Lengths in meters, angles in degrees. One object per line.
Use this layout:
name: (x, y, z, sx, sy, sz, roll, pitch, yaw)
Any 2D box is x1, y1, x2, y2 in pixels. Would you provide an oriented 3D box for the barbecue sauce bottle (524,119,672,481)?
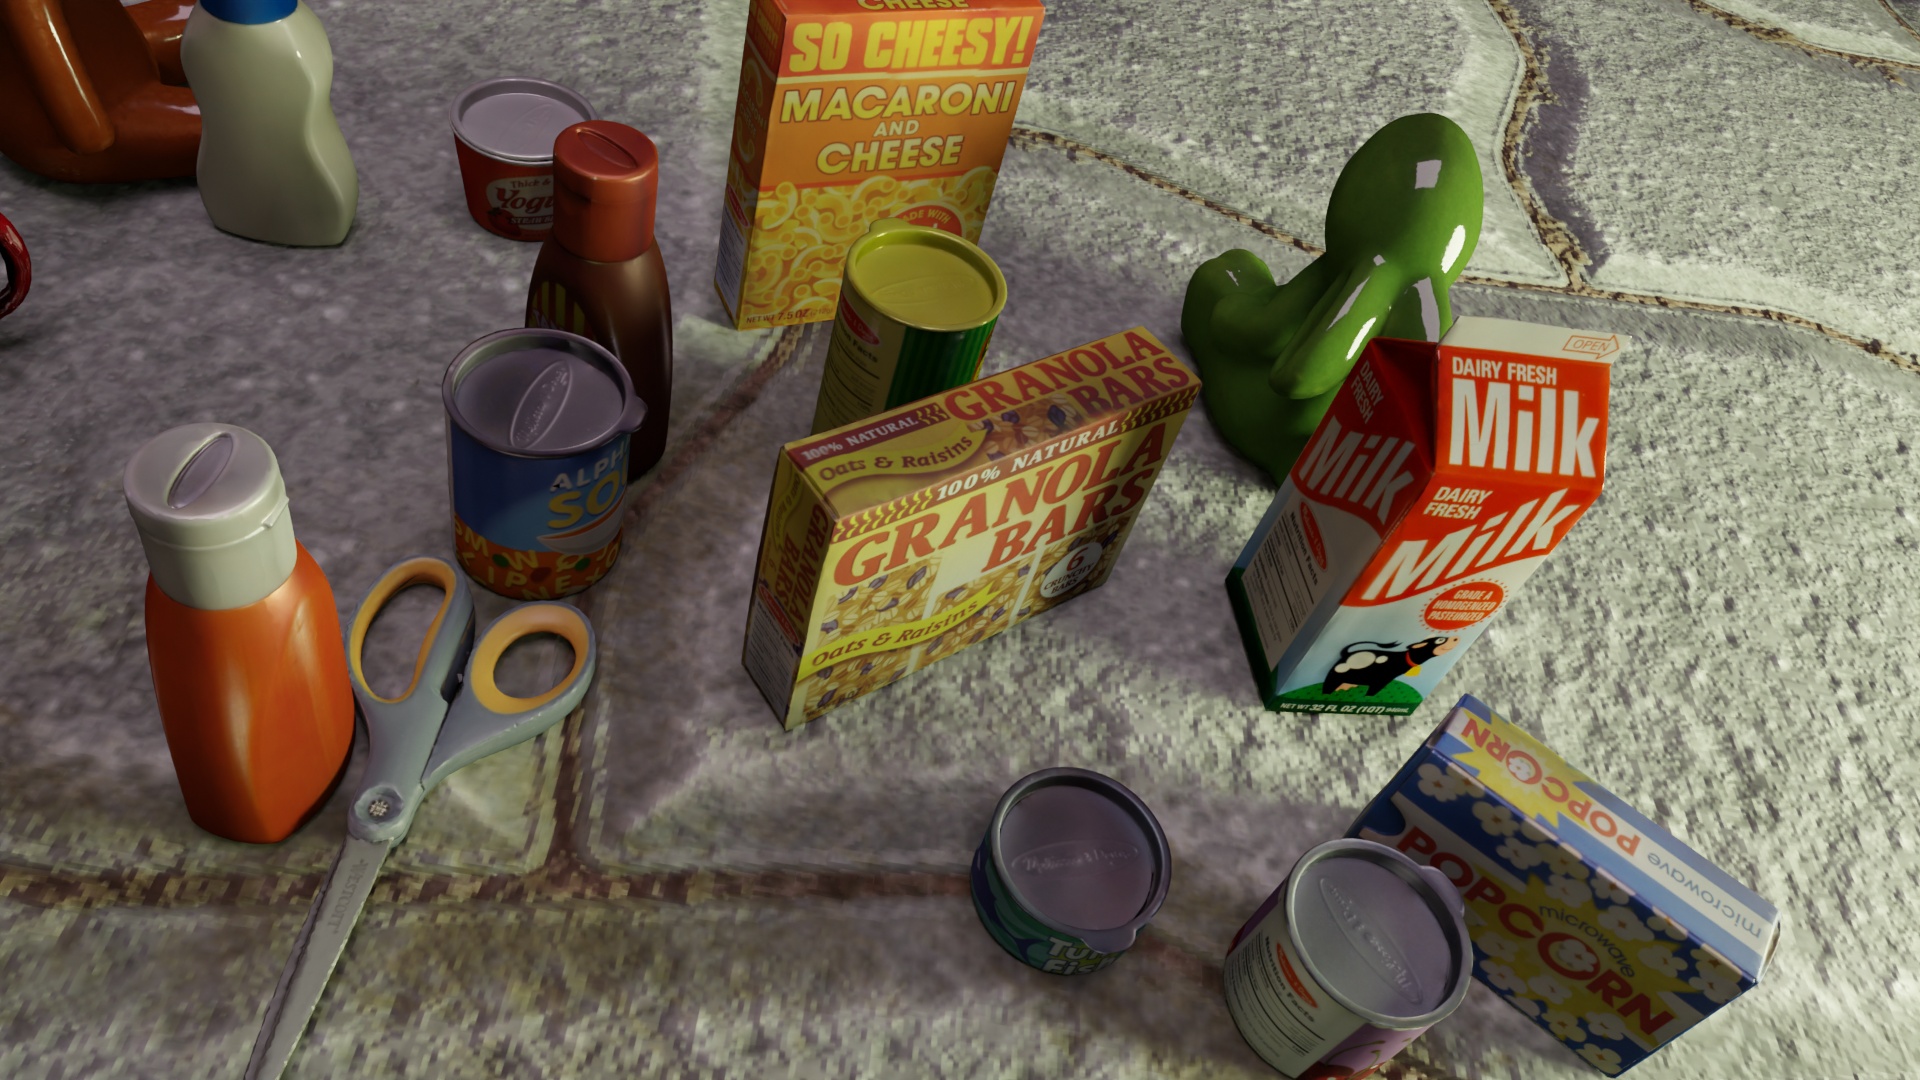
barbecue sauce bottle: (-0.141, -0.091, 0.543, 0.065, 0.147, 0.044, 35, 49, 14)

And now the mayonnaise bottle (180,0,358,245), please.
mayonnaise bottle: (-0.295, -0.195, 0.588, 0.065, 0.147, 0.041, 7, 48, -11)

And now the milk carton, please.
milk carton: (0.178, -0.013, 0.544, 0.072, 0.189, 0.074, 3, 49, -14)

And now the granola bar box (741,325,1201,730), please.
granola bar box: (0.002, -0.007, 0.529, 0.166, 0.123, 0.039, -22, 59, -32)

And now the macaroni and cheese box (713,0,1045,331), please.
macaroni and cheese box: (-0.043, -0.177, 0.638, 0.124, 0.165, 0.040, -12, 54, -26)

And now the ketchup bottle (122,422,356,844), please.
ketchup bottle: (-0.213, 0.029, 0.414, 0.043, 0.148, 0.065, 15, 47, -4)

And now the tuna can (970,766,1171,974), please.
tuna can: (0.039, 0.119, 0.491, 0.071, 0.032, 0.071, 9, 48, -10)

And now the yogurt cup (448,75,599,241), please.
yogurt cup: (-0.209, -0.181, 0.667, 0.072, 0.053, 0.073, 9, 48, -10)

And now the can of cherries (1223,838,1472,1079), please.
can of cherries: (0.134, 0.146, 0.479, 0.071, 0.058, 0.072, 9, 48, -10)

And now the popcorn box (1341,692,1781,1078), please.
popcorn box: (0.210, 0.125, 0.502, 0.127, 0.084, 0.038, 37, 49, 16)

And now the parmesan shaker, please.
parmesan shaker: (-0.026, -0.076, 0.596, 0.071, 0.102, 0.072, 9, 48, -10)

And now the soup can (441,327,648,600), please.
soup can: (-0.157, -0.027, 0.525, 0.071, 0.083, 0.072, 9, 48, -10)
